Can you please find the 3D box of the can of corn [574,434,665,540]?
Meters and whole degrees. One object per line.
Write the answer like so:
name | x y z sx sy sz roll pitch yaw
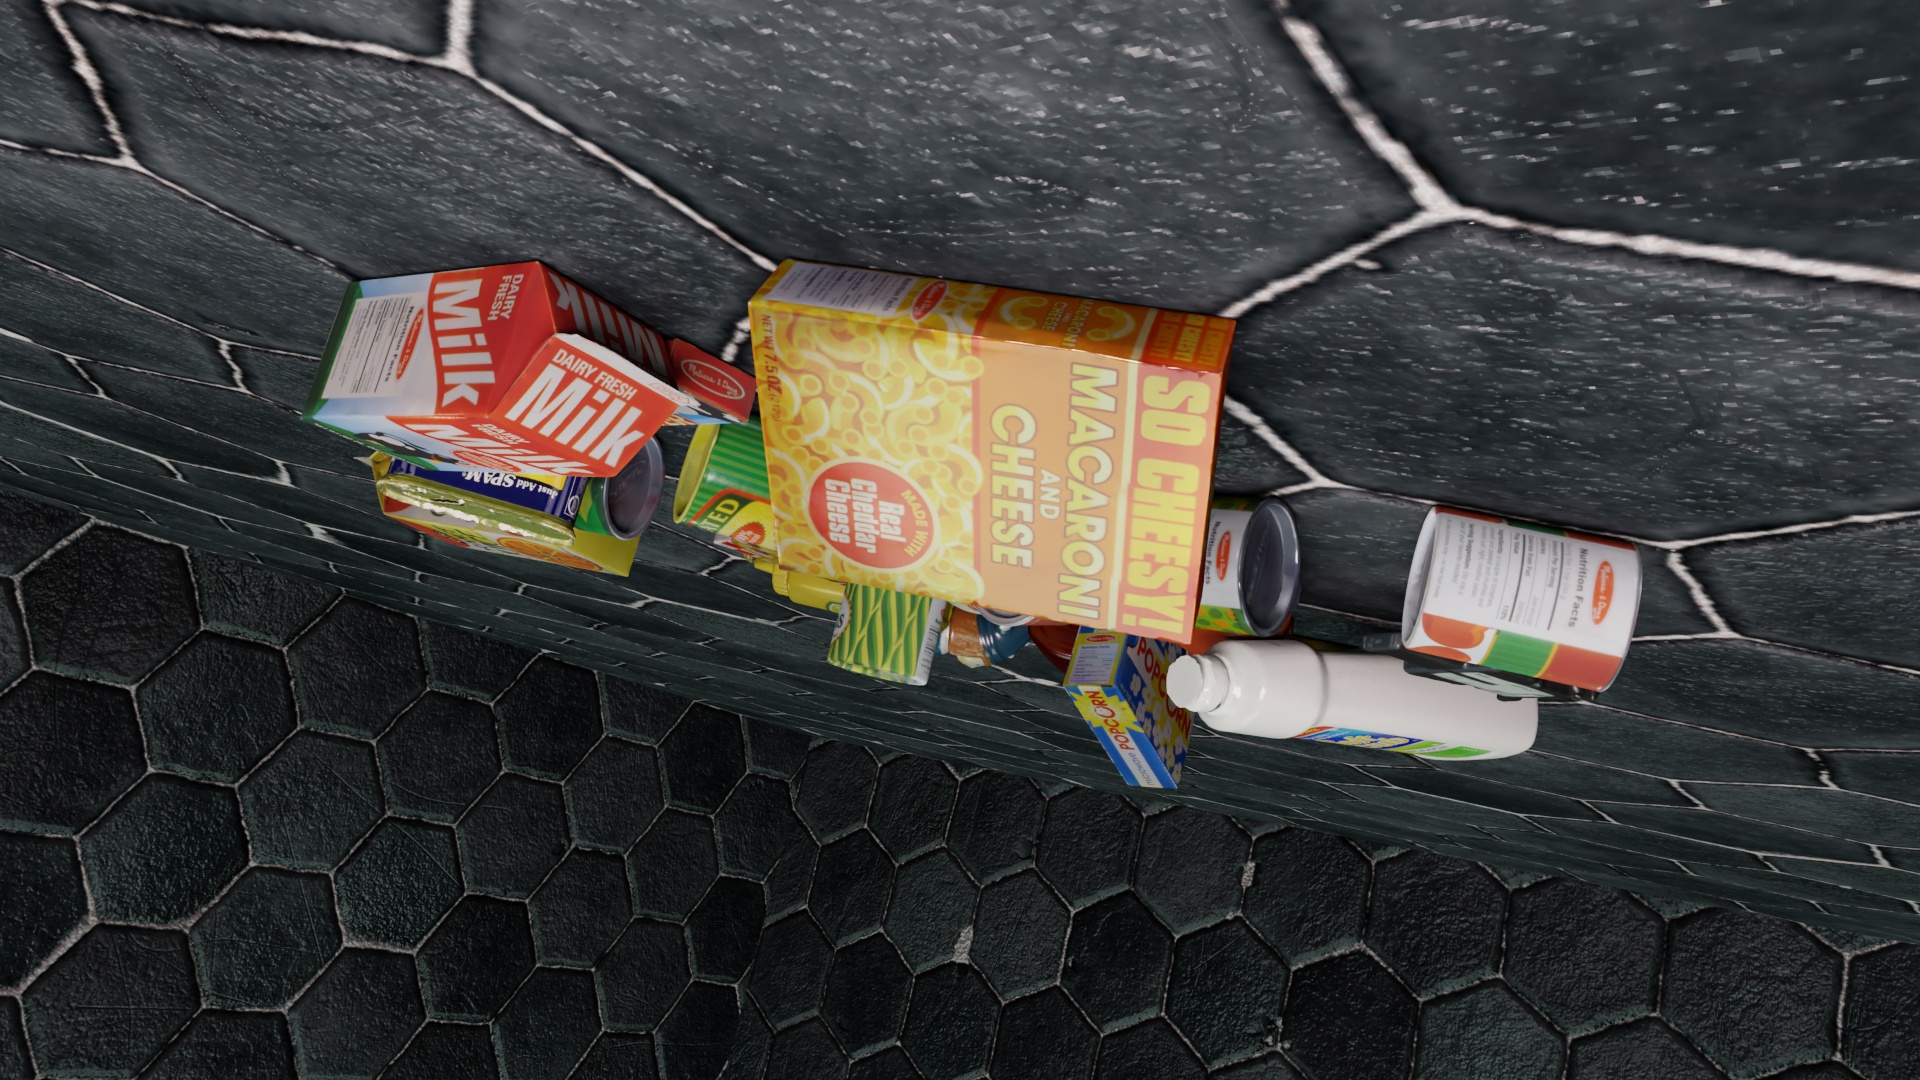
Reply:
can of corn | -0.216 -0.040 0.814 0.058 0.071 0.071 10 167 16

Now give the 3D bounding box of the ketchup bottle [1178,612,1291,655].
ketchup bottle | 0.163 0.039 0.805 0.065 0.043 0.148 7 167 3

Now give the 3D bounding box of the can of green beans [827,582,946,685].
can of green beans | -0.047 0.056 0.882 0.071 0.058 0.071 13 169 3

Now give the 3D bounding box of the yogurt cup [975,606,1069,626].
yogurt cup | 0.045 0.019 0.799 0.072 0.072 0.054 2 171 41

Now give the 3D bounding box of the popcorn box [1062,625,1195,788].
popcorn box | 0.115 0.095 0.910 0.038 0.085 0.126 -2 140 30

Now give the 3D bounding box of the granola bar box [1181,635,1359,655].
granola bar box | 0.197 0.091 1.013 0.165 0.039 0.124 11 167 12

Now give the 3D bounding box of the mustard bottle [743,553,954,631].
mustard bottle | -0.084 0.029 1.013 0.160 0.049 0.065 11 166 12

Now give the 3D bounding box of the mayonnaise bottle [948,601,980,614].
mayonnaise bottle | 0.050 0.026 0.871 0.065 0.041 0.148 24 164 -36

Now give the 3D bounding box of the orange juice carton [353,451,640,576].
orange juice carton | -0.307 -0.032 0.921 0.193 0.073 0.071 9 167 23

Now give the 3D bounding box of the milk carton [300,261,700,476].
milk carton | -0.205 -0.074 0.624 0.190 0.073 0.072 3 164 37

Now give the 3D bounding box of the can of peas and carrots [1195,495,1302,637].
can of peas and carrots | 0.125 0.012 0.671 0.058 0.071 0.071 5 165 37

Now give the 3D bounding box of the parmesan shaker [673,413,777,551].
parmesan shaker | -0.090 -0.027 0.731 0.103 0.071 0.071 18 167 -20

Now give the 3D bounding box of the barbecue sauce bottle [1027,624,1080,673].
barbecue sauce bottle | 0.092 0.082 1.074 0.065 0.044 0.148 18 170 14

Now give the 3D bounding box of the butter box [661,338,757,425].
butter box | -0.153 -0.076 0.677 0.103 0.024 0.053 3 164 40

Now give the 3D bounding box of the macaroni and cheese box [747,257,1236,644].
macaroni and cheese box | 0.011 -0.033 0.515 0.166 0.040 0.123 10 130 13

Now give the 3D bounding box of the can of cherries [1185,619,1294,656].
can of cherries | 0.180 0.074 0.910 0.071 0.058 0.071 13 168 3

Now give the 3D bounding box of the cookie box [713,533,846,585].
cookie box | -0.067 -0.003 0.876 0.123 0.040 0.167 20 167 -27

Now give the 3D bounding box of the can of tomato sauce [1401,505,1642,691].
can of tomato sauce | 0.241 0.025 0.605 0.083 0.071 0.071 12 167 11
